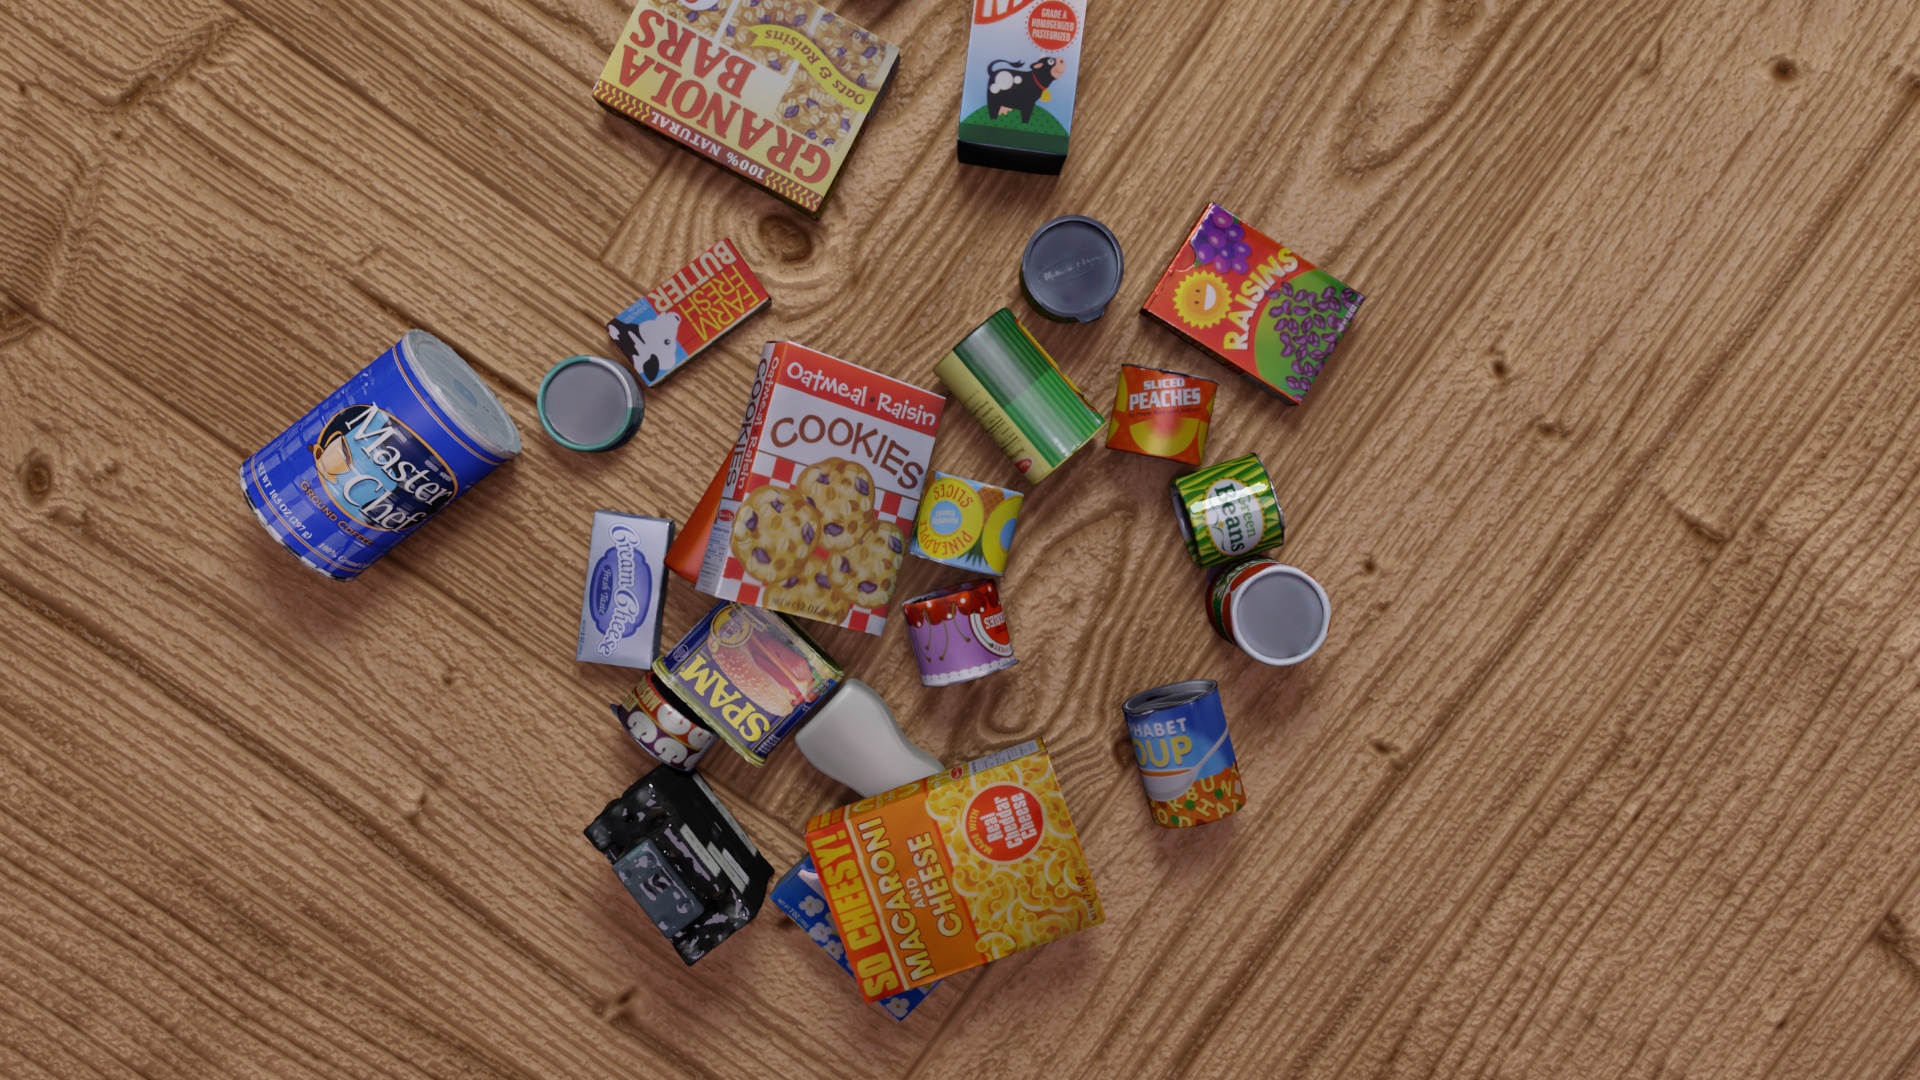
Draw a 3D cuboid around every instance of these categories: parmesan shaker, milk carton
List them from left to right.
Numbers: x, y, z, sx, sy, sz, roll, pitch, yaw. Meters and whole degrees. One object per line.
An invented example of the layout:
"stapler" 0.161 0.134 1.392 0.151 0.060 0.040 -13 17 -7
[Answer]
"parmesan shaker" 0.040 -0.097 0.921 0.071 0.071 0.103 -41 92 2
"milk carton" 0.045 -0.344 0.907 0.073 0.072 0.190 7 93 0

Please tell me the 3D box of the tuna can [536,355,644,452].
"tuna can" -0.252 -0.091 0.939 0.071 0.033 0.071 0 93 -1

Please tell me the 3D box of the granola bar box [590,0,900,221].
"granola bar box" -0.140 -0.307 0.925 0.165 0.039 0.124 28 92 -2

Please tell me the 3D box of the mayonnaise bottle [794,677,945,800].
"mayonnaise bottle" -0.042 0.165 0.951 0.148 0.041 0.065 45 92 -4

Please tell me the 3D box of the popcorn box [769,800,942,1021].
"popcorn box" -0.056 0.254 0.956 0.126 0.038 0.085 44 93 -3

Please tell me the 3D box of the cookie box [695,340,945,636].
"cookie box" -0.089 -0.033 0.905 0.123 0.040 0.167 17 86 -32

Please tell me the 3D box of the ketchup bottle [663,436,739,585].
"ketchup bottle" -0.143 -0.037 0.930 0.043 0.064 0.149 32 84 -14

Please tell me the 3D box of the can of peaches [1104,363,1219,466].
"can of peaches" 0.133 -0.083 0.923 0.071 0.071 0.058 12 95 -1

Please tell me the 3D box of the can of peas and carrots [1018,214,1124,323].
"can of peas and carrots" 0.074 -0.177 0.923 0.071 0.059 0.071 0 94 0

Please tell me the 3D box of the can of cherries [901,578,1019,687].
"can of cherries" 0.001 0.061 0.931 0.071 0.071 0.058 -15 92 1

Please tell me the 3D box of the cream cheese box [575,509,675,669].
"cream cheese box" -0.229 0.033 0.950 0.053 0.024 0.103 7 93 -2

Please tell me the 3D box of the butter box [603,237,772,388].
"butter box" -0.183 -0.154 0.940 0.103 0.024 0.053 -36 93 2

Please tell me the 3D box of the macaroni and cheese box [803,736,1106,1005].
"macaroni and cheese box" -0.003 0.217 0.914 0.166 0.040 0.123 -19 95 0

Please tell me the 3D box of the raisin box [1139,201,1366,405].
"raisin box" 0.195 -0.158 0.935 0.123 0.040 0.086 32 93 -1

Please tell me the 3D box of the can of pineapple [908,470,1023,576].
"can of pineapple" 0.003 -0.012 0.926 0.071 0.071 0.058 14 93 -1

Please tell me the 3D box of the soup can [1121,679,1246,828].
"soup can" 0.149 0.144 0.936 0.071 0.071 0.083 -15 94 1

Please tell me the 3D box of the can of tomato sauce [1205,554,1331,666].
"can of tomato sauce" 0.202 0.044 0.924 0.071 0.083 0.071 0 94 -1

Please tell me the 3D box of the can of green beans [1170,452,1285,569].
"can of green beans" 0.178 -0.019 0.929 0.058 0.071 0.071 -17 93 1

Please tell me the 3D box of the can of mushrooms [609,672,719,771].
"can of mushrooms" -0.197 0.120 0.933 0.071 0.071 0.033 41 92 -2
